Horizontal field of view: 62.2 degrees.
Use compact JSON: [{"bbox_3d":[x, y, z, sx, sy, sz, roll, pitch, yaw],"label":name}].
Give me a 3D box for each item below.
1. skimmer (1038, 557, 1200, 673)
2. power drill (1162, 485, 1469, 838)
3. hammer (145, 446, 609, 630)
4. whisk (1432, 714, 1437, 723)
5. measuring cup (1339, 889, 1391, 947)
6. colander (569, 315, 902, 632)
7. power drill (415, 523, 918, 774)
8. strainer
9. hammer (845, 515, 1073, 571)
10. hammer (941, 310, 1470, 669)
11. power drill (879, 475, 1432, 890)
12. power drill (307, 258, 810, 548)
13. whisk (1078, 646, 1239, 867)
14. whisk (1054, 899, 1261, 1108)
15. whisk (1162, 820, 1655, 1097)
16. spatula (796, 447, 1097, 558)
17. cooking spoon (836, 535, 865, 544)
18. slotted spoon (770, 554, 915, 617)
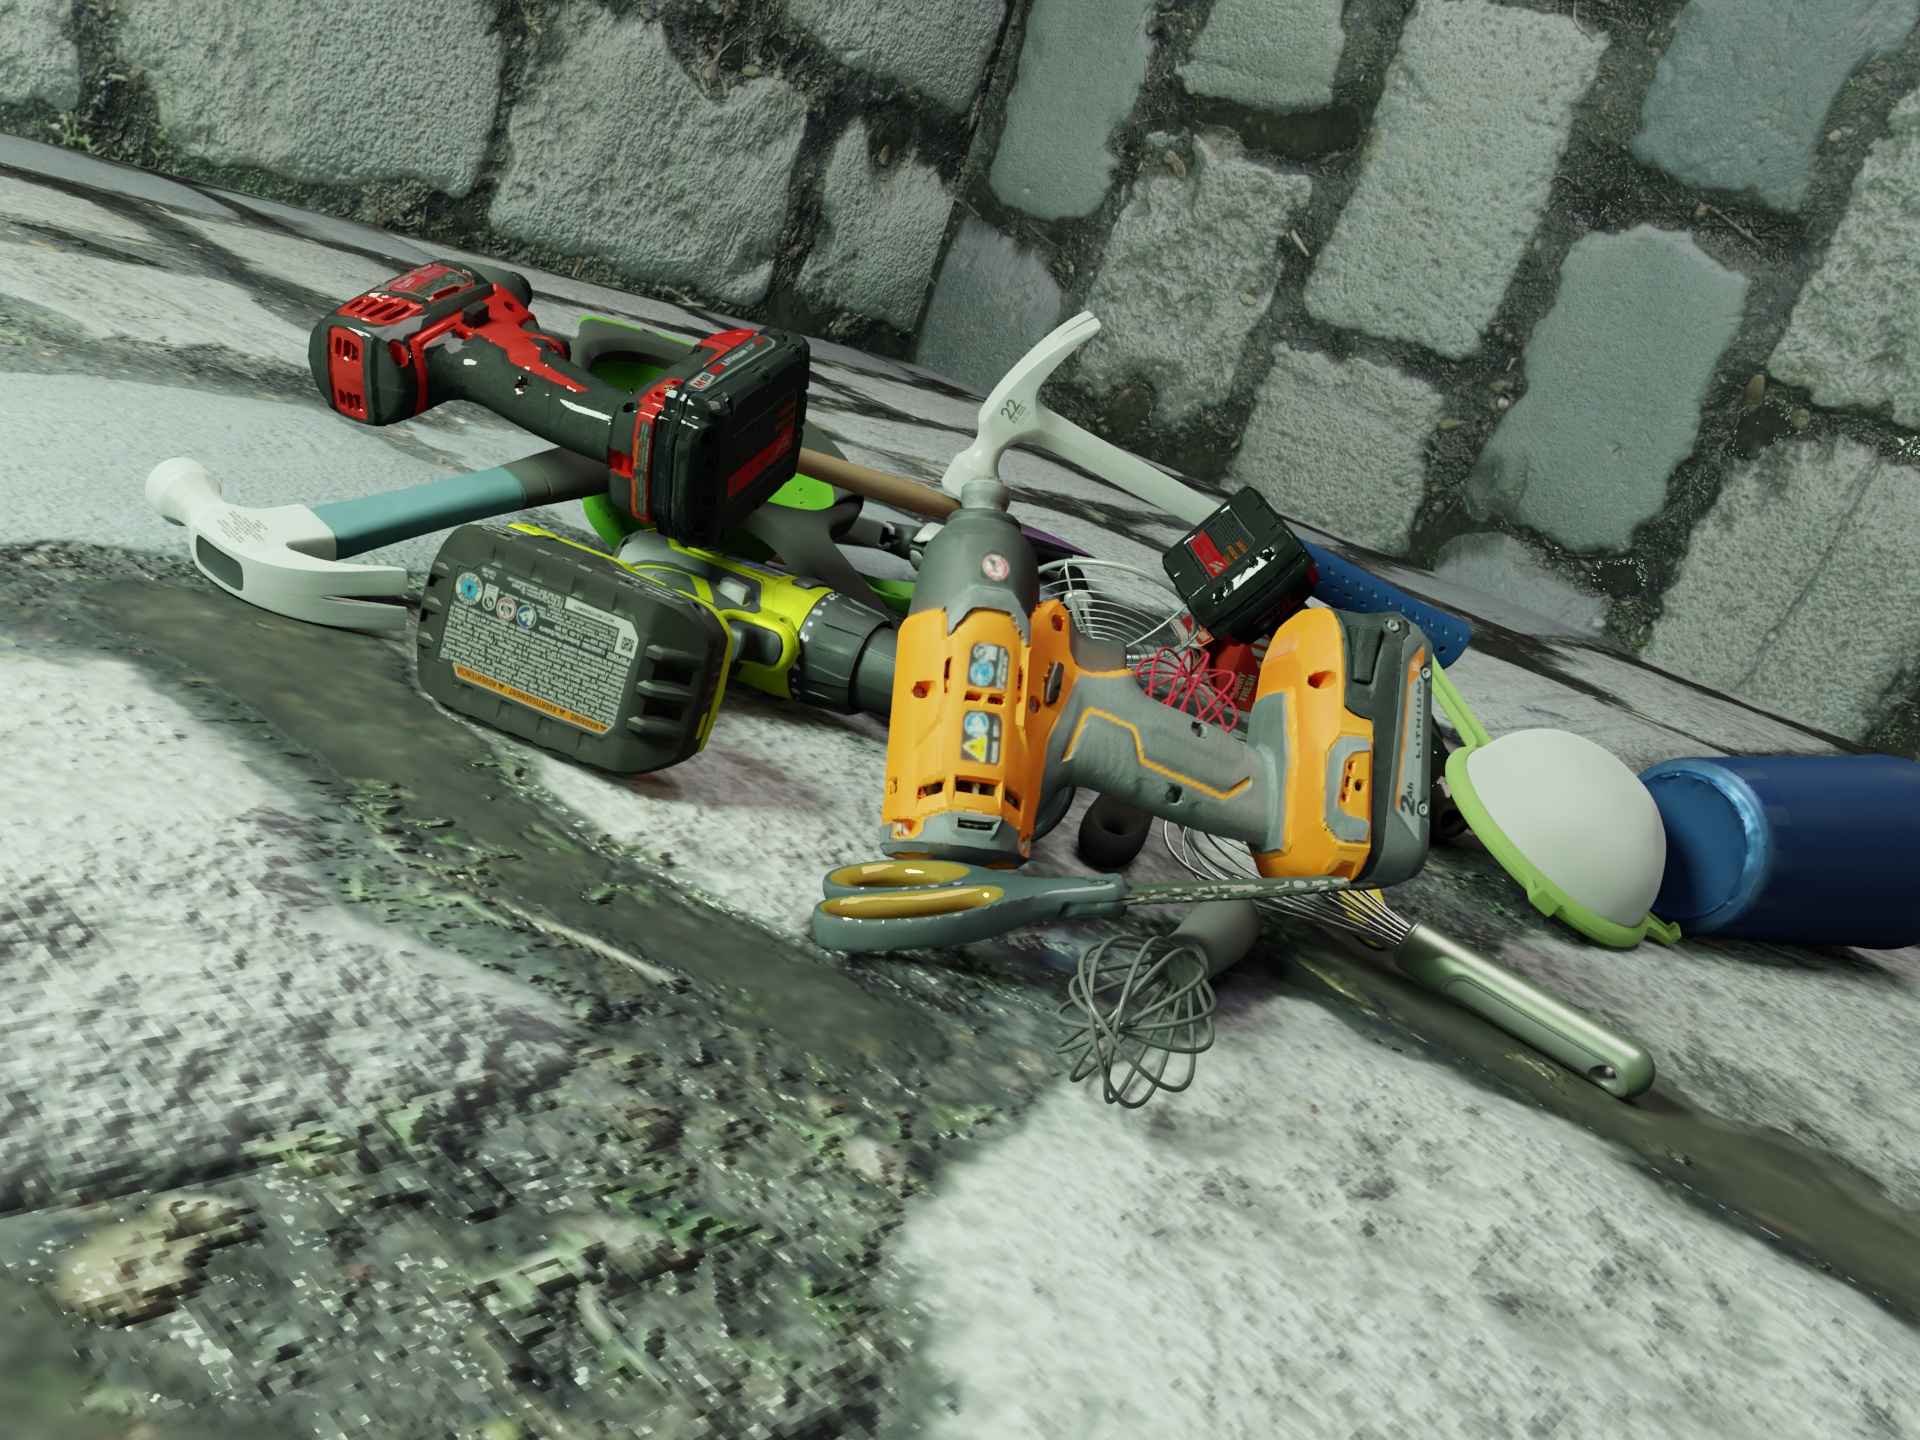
[{"bbox_3d":[0.105,-0.108,1.232,0.127,0.090,0.363,17,15,-3],"label":"skimmer"},{"bbox_3d":[0.241,-0.030,1.034,0.226,0.080,0.188,44,14,-22],"label":"power drill"},{"bbox_3d":[-0.219,-0.122,0.810,0.128,0.033,0.331,39,42,27],"label":"hammer"},{"bbox_3d":[0.301,-0.058,1.377,0.070,0.070,0.285,6,25,-41],"label":"whisk"},{"bbox_3d":[0.197,0.079,0.832,0.062,0.029,0.157,6,29,-4],"label":"measuring cup"},{"bbox_3d":[-0.128,-0.098,0.957,0.204,0.094,0.398,5,36,-46],"label":"colander"},{"bbox_3d":[-0.118,-0.036,0.740,0.190,0.080,0.228,21,13,17],"label":"power drill"},{"bbox_3d":[0.345,0.016,0.958,0.151,0.069,0.257,16,38,-37],"label":"strainer"},{"bbox_3d":[0.003,-0.145,1.285,0.149,0.036,0.409,20,10,21],"label":"hammer"},{"bbox_3d":[0.194,-0.135,1.095,0.405,0.144,0.035,24,23,-22],"label":"hammer"},{"bbox_3d":[0.082,-0.011,0.675,0.226,0.164,0.084,7,-11,-15],"label":"power drill"},{"bbox_3d":[-0.194,-0.173,0.799,0.220,0.078,0.143,20,36,11],"label":"power drill"},{"bbox_3d":[0.105,0.019,0.869,0.073,0.073,0.296,21,22,9],"label":"whisk"},{"bbox_3d":[0.085,0.094,0.599,0.055,0.055,0.239,24,11,18],"label":"whisk"},{"bbox_3d":[0.198,0.098,0.729,0.246,0.057,0.059,31,53,29],"label":"whisk"},{"bbox_3d":[-0.013,-0.141,1.046,0.060,0.018,0.315,24,9,42],"label":"spatula"},{"bbox_3d":[-0.082,-0.154,1.307,0.069,0.017,0.318,31,18,37],"label":"cooking spoon"},{"bbox_3d":[-0.139,-0.123,1.119,0.314,0.031,0.070,18,15,4],"label":"slotted spoon"}]
